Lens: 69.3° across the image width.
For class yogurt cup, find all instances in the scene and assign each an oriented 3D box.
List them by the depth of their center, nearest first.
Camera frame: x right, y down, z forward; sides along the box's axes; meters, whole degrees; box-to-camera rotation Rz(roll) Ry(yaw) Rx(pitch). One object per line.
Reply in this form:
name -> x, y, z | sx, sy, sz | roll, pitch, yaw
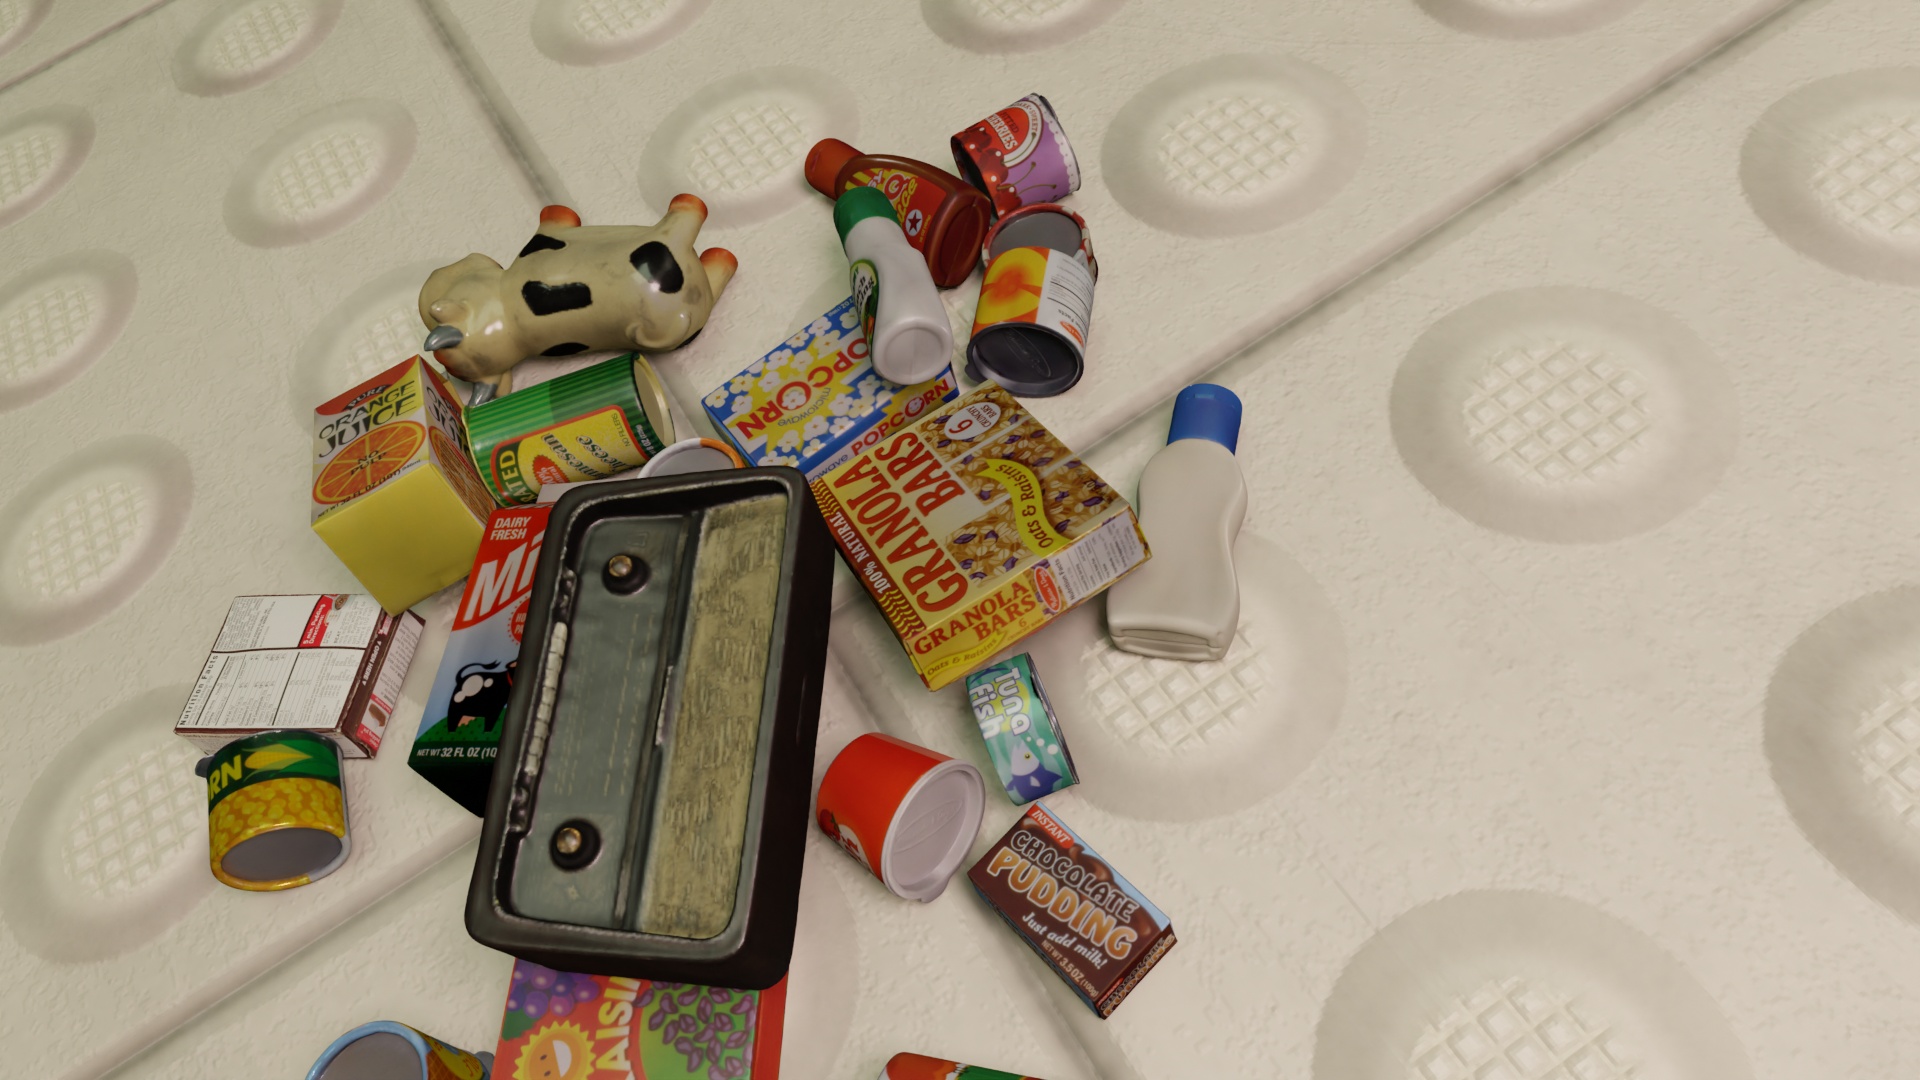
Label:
yogurt cup -> -0.030, 0.124, 0.644 | 0.054, 0.072, 0.072 | 22, 65, 36

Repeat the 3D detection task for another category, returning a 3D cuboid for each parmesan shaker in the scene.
parmesan shaker -> -0.230, -0.067, 0.821 | 0.103, 0.071, 0.071 | -19, 55, 3

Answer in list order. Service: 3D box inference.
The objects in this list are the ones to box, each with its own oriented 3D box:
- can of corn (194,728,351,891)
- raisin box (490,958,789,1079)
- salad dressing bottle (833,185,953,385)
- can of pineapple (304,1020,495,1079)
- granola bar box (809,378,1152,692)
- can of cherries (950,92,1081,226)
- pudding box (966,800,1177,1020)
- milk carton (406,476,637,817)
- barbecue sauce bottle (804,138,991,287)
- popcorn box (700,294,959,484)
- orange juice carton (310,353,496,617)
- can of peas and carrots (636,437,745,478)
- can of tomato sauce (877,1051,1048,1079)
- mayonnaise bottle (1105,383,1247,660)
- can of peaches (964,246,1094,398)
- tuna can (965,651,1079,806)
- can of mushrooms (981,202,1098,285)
can of corn -> -0.356, 0.141, 0.721 | 0.071, 0.071, 0.058 | -25, 55, -1
raisin box -> -0.143, 0.221, 0.627 | 0.123, 0.040, 0.086 | -6, 57, 11
salad dressing bottle -> -0.042, -0.148, 0.784 | 0.044, 0.064, 0.148 | -6, 44, -13
can of pineapple -> -0.251, 0.254, 0.623 | 0.071, 0.057, 0.071 | -7, 56, 11
granola bar box -> 0.003, -0.009, 0.706 | 0.124, 0.039, 0.166 | -31, 35, -6
can of cherries -> 0.033, -0.235, 0.858 | 0.058, 0.071, 0.072 | -28, 55, -3
pudding box -> 0.049, 0.162, 0.616 | 0.050, 0.030, 0.084 | -42, 57, -14
milk carton -> -0.217, 0.046, 0.742 | 0.072, 0.073, 0.191 | -3, 56, 14
barbecue sauce bottle -> -0.044, -0.214, 0.877 | 0.149, 0.044, 0.064 | 39, 116, 39
popcorn box -> -0.076, -0.083, 0.809 | 0.127, 0.038, 0.085 | -37, 55, -10
orange juice carton -> -0.327, -0.046, 0.818 | 0.072, 0.072, 0.193 | -30, 37, -4
can of peas and carrots -> -0.139, -0.013, 0.768 | 0.071, 0.058, 0.071 | -8, 56, 12
can of tomato sauce -> 0.008, 0.243, 0.549 | 0.083, 0.071, 0.071 | 4, 59, 19
mayonnaise bottle -> 0.116, -0.012, 0.707 | 0.065, 0.041, 0.149 | 6, 58, 17
can of peaches -> 0.038, -0.123, 0.787 | 0.071, 0.071, 0.058 | 1, 58, 17
tuna can -> 0.028, 0.087, 0.647 | 0.033, 0.070, 0.071 | -22, 54, 3
can of mushrooms -> 0.047, -0.170, 0.835 | 0.071, 0.033, 0.071 | -8, 56, 12
